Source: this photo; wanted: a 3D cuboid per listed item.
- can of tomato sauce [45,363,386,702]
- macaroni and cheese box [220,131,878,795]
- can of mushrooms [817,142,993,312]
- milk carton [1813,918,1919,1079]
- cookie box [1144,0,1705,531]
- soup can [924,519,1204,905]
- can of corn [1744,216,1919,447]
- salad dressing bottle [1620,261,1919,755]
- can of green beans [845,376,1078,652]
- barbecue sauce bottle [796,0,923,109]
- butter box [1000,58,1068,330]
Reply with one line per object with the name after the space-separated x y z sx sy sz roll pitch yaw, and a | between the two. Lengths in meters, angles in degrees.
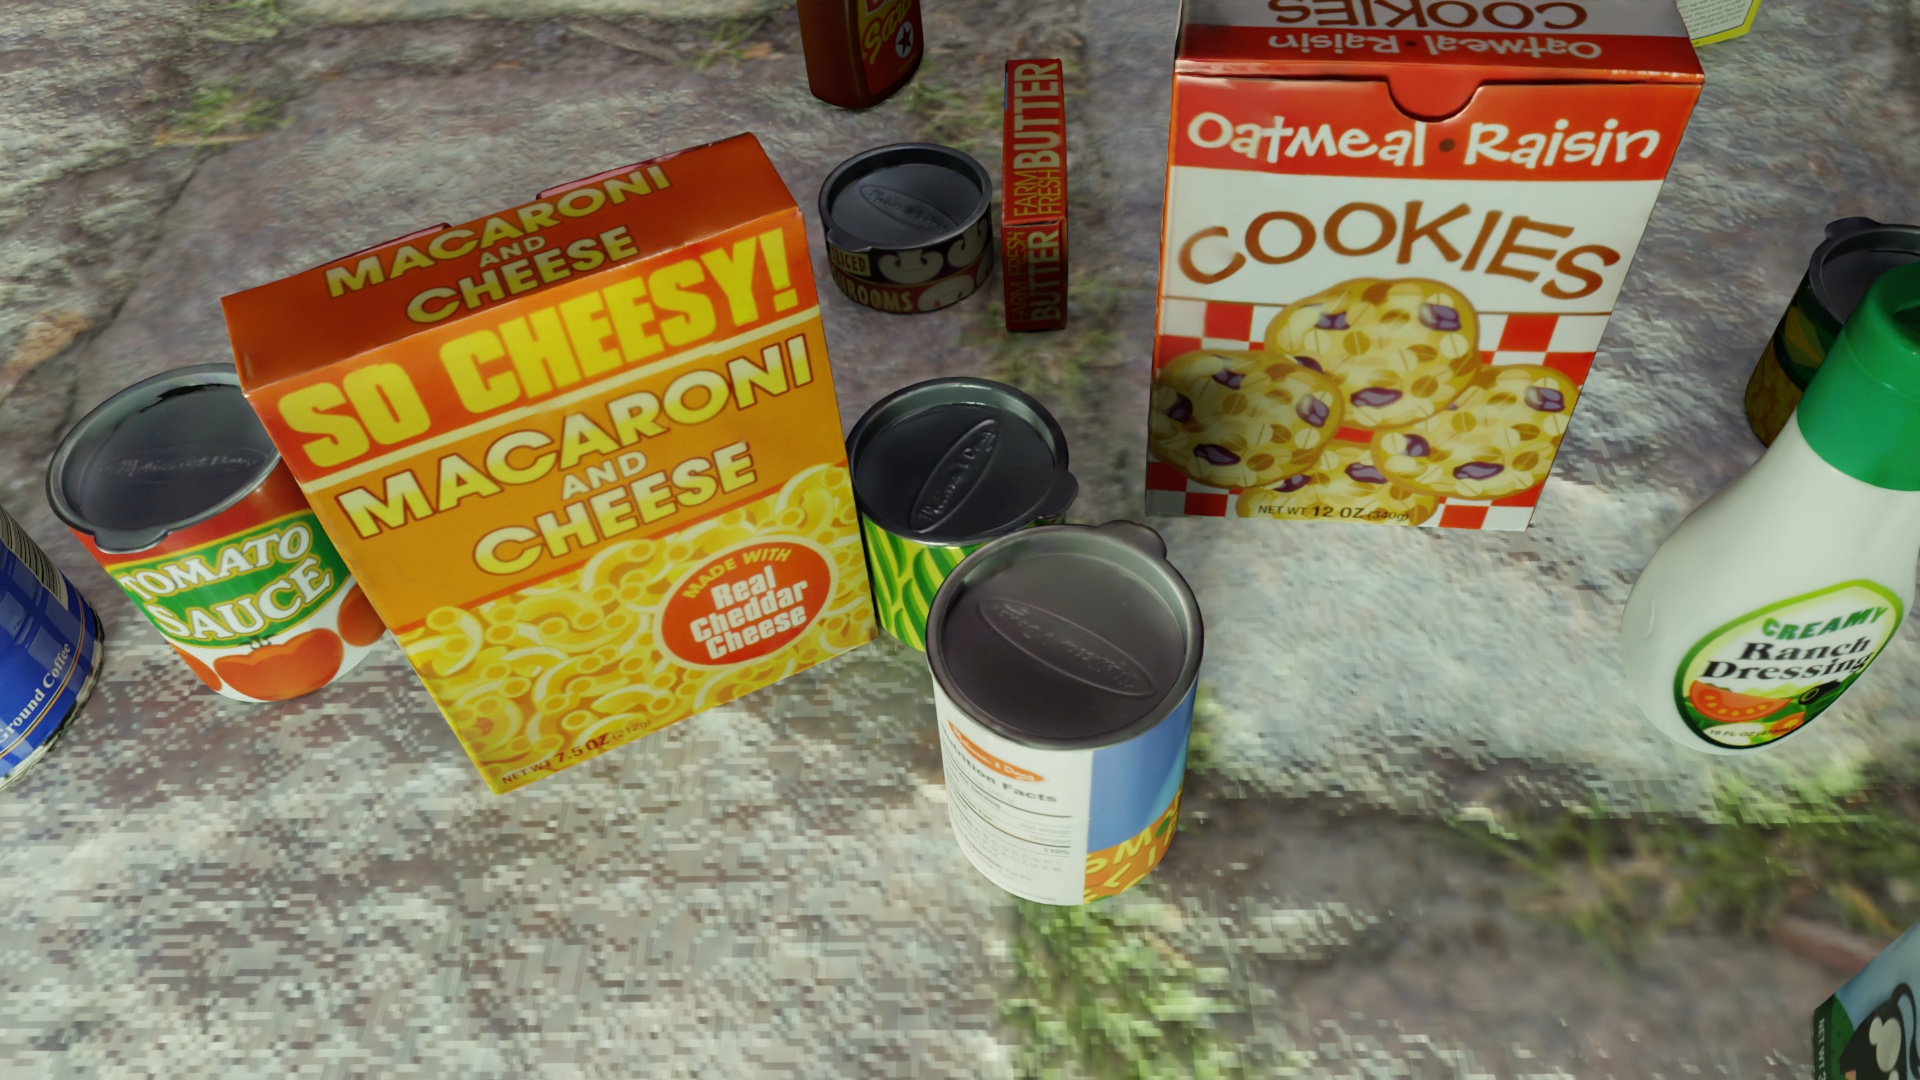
-0.216 0.001 0.416 0.071 0.082 0.071 -2 50 2 | can of tomato sauce
-0.093 -0.012 0.364 0.124 0.165 0.040 -22 53 -14 | macaroni and cheese box
-0.022 -0.120 0.534 0.071 0.033 0.071 -2 50 2 | can of mushrooms
0.227 0.091 0.242 0.073 0.189 0.073 13 53 14 | milk carton
0.118 -0.071 0.398 0.123 0.166 0.040 3 51 6 | cookie box
0.029 0.045 0.362 0.071 0.083 0.072 -2 50 2 | soup can
0.296 -0.060 0.448 0.071 0.058 0.071 -2 50 2 | can of corn
0.213 -0.002 0.348 0.064 0.146 0.044 -3 51 2 | salad dressing bottle
0.000 -0.006 0.424 0.071 0.057 0.071 -2 50 2 | can of green beans
-0.046 -0.259 0.577 0.044 0.147 0.065 20 55 19 | barbecue sauce bottle
0.028 -0.133 0.529 0.024 0.052 0.104 -1 50 3 | butter box
